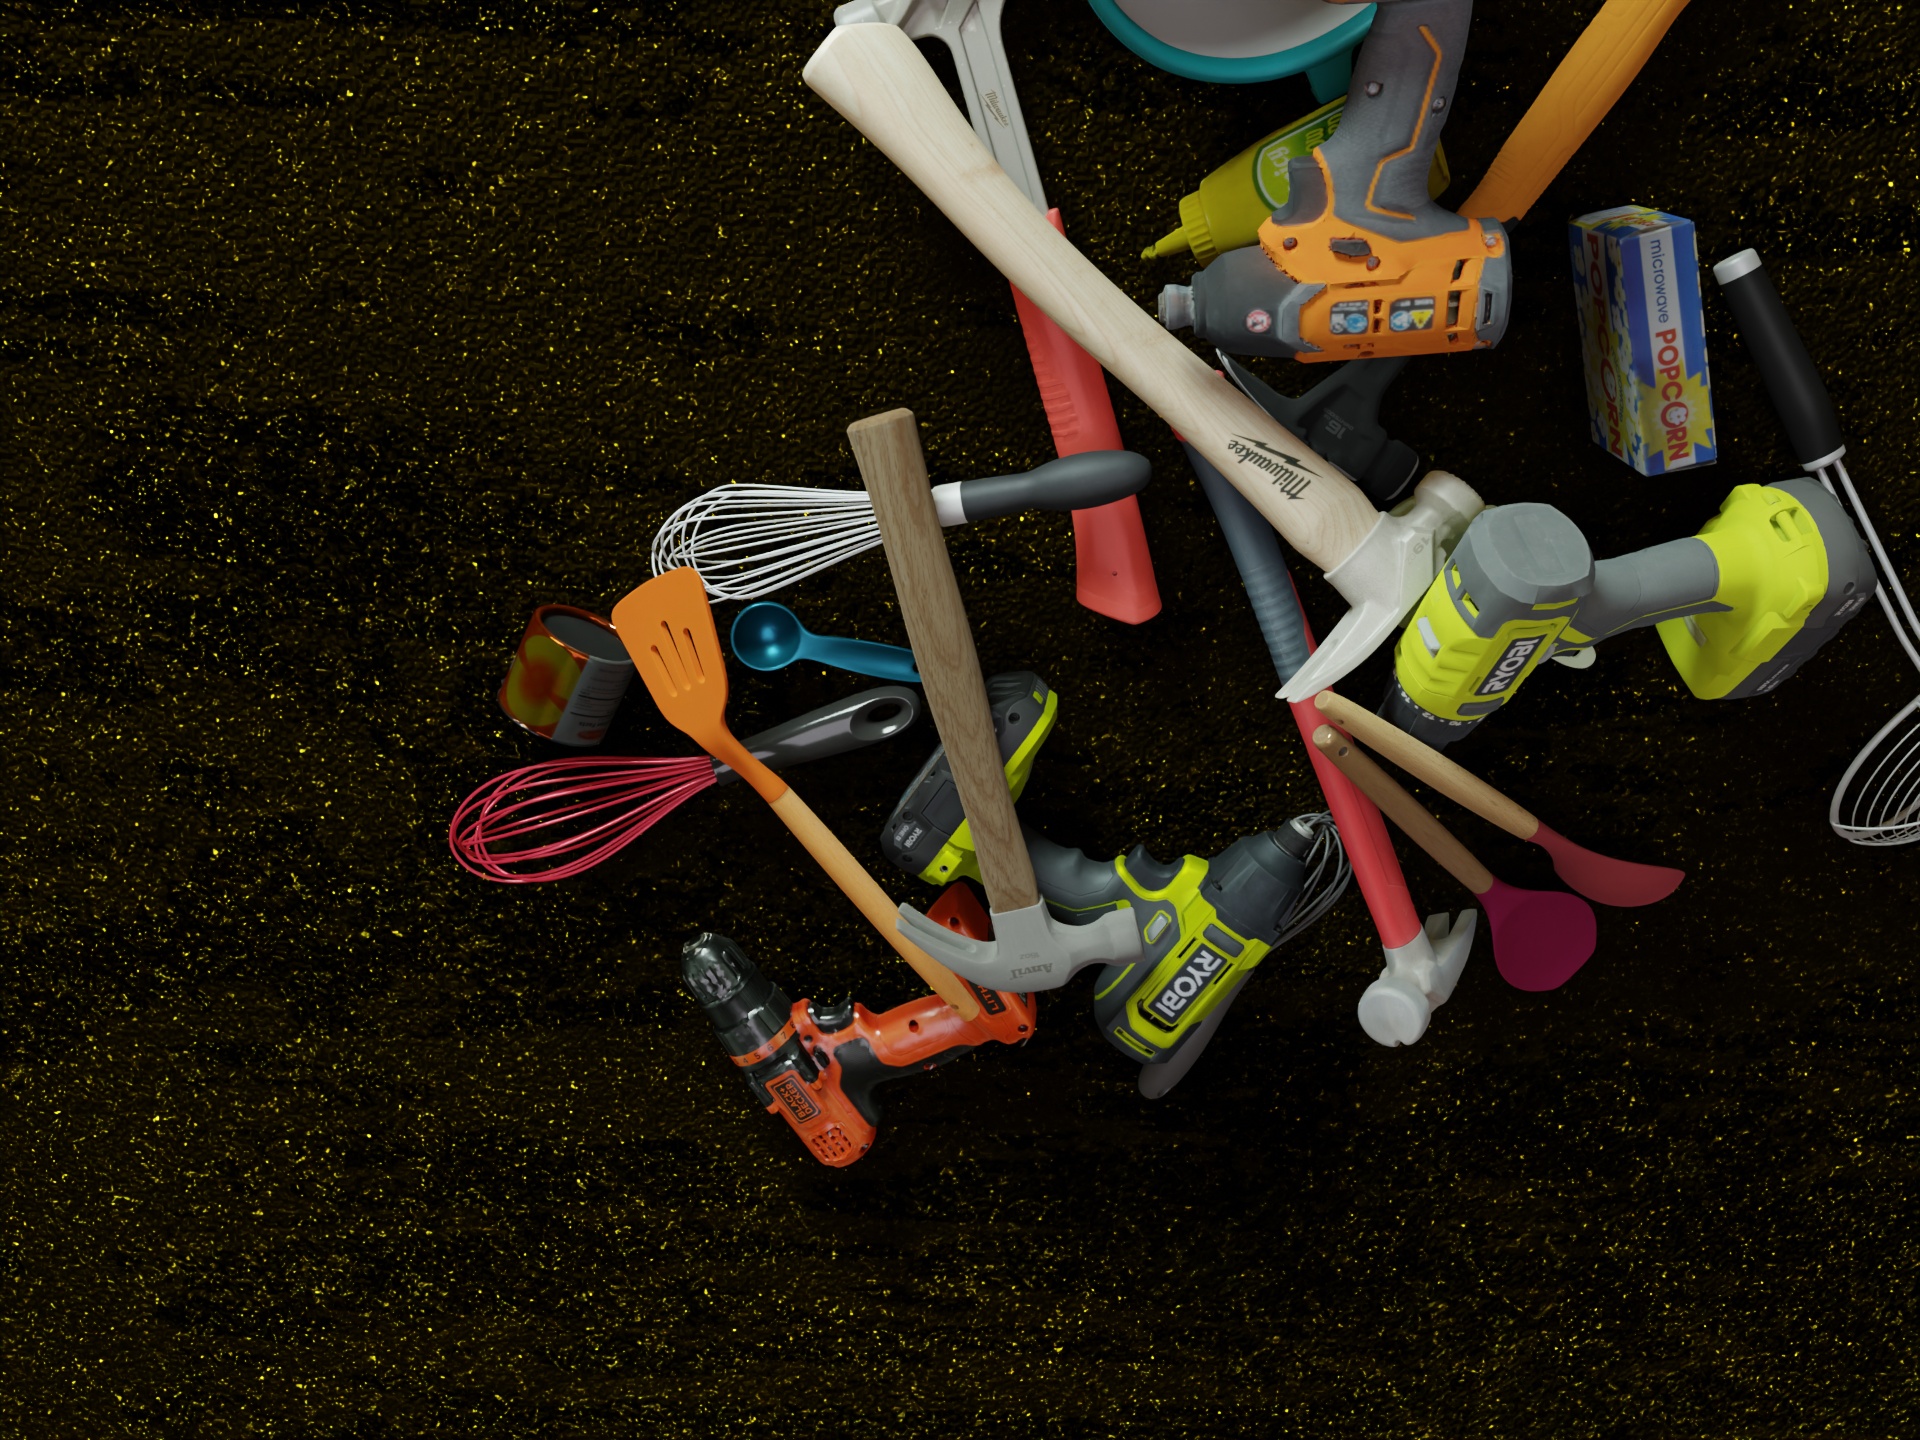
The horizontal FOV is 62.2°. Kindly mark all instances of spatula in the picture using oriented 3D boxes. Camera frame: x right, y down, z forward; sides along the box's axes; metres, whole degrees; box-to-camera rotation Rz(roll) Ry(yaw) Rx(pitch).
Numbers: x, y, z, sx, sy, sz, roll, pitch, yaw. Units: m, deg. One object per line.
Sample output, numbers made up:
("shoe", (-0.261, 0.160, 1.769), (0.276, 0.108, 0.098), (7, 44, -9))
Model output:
("spatula", (-0.085, 0.054, 0.917), (0.081, 0.041, 0.322), (-22, 115, 41))

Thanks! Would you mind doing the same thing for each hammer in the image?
("hammer", (0.281, -0.284, 0.830), (0.127, 0.034, 0.337), (33, 108, -13))
("hammer", (0.058, -0.224, 0.855), (0.149, 0.037, 0.358), (-16, 110, 7))
("hammer", (0.079, -0.187, 0.810), (0.410, 0.038, 0.146), (41, 89, -9))
("hammer", (-0.001, -0.003, 0.860), (0.130, 0.031, 0.331), (-14, 105, 7))
("hammer", (0.208, -0.016, 0.915), (0.038, 0.143, 0.386), (-16, 101, 35))

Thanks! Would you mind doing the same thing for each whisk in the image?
("whisk", (0.175, 0.151, 1.000), (0.055, 0.055, 0.239), (25, 115, -9))
("whisk", (-0.036, -0.114, 0.872), (0.284, 0.070, 0.070), (-9, 111, 11))
("whisk", (-0.165, 0.034, 0.951), (0.296, 0.073, 0.073), (-18, 111, 1))

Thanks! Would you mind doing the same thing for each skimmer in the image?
("skimmer", (0.494, -0.092, 0.903), (0.127, 0.090, 0.363), (-31, 98, -7))

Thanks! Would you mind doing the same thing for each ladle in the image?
("ladle", (0.307, 0.050, 0.899), (0.315, 0.069, 0.031), (27, 67, -31))

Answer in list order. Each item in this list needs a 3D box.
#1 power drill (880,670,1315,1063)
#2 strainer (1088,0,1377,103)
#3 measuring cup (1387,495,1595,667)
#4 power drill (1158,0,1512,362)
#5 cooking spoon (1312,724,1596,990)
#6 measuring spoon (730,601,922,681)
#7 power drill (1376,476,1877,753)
("power drill", (0.082, 0.078, 0.935), (0.223, 0.080, 0.171), (35, 108, -4))
("strainer", (0.078, -0.422, 0.705), (0.340, 0.095, 0.211), (8, 133, -25))
("measuring cup", (0.303, -0.075, 0.917), (0.167, 0.038, 0.083), (27, 109, -26))
("power drill", (0.170, -0.272, 0.722), (0.164, 0.084, 0.226), (-4, 124, 5))
("cooking spoon", (0.292, 0.083, 0.926), (0.069, 0.017, 0.318), (-48, 127, 7))
("measuring spoon", (-0.073, -0.044, 0.942), (0.128, 0.021, 0.042), (11, 111, -14))
("power drill", (0.342, -0.048, 0.855), (0.228, 0.080, 0.190), (-9, 150, -12))
